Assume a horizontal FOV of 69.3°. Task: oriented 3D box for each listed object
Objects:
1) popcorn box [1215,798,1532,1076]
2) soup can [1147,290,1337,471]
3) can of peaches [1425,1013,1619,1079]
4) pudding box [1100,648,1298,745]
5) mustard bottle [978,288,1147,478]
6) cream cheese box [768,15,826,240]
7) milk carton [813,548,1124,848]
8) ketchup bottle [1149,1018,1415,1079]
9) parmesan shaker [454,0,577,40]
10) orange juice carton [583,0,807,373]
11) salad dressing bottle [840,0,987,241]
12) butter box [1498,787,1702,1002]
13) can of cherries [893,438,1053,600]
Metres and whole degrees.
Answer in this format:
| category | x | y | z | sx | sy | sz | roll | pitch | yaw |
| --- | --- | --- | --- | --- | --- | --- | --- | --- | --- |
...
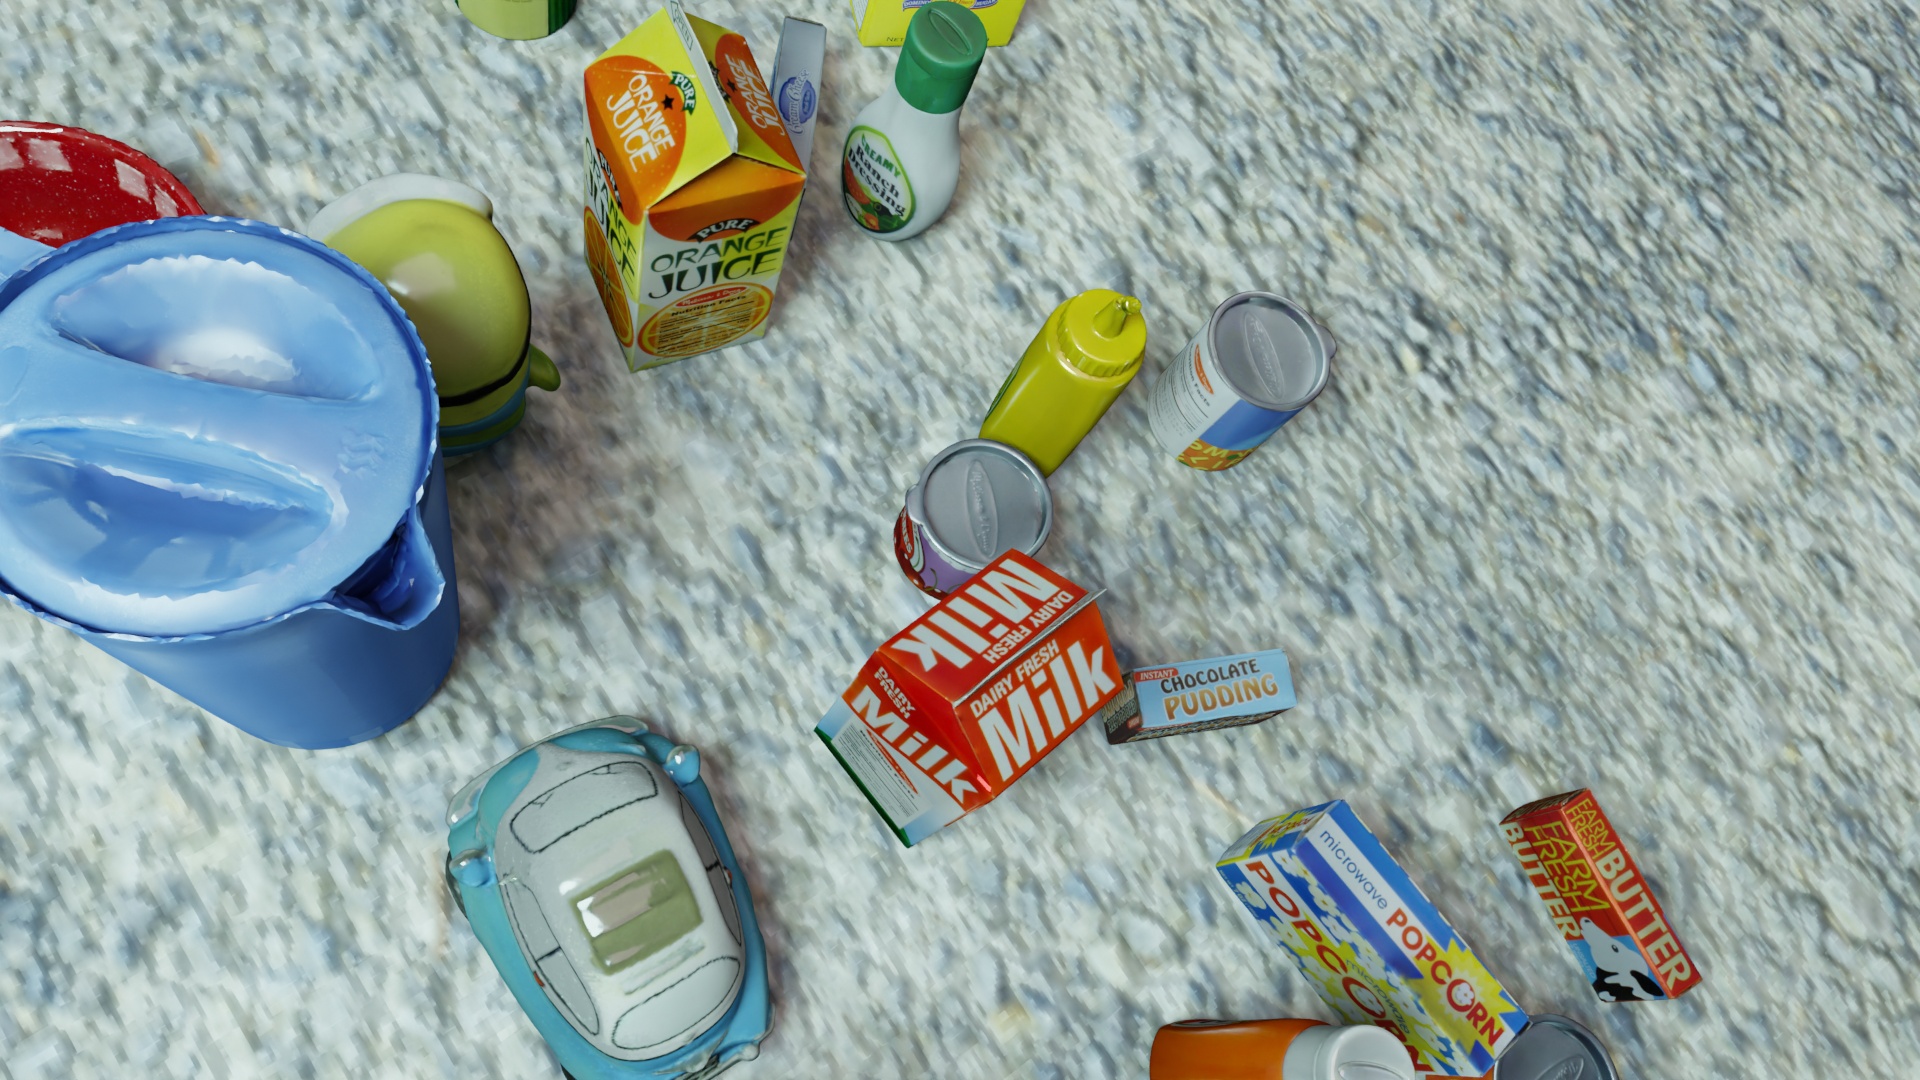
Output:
| category | x | y | z | sx | sy | sz | roll | pitch | yaw |
| --- | --- | --- | --- | --- | --- | --- | --- | --- | --- |
| popcorn box | 0.184 | 0.182 | 0.636 | 0.038 | 0.085 | 0.127 | -37 | 83 | -23 |
| soup can | 0.145 | -0.081 | 0.723 | 0.071 | 0.083 | 0.071 | 5 | 70 | -13 |
| can of peaches | 0.259 | 0.253 | 0.645 | 0.071 | 0.058 | 0.071 | 5 | 69 | -13 |
| pudding box | 0.115 | 0.076 | 0.676 | 0.084 | 0.049 | 0.030 | -5 | 72 | -17 |
| mustard bottle | 0.053 | -0.080 | 0.655 | 0.049 | 0.159 | 0.065 | 34 | 66 | -2 |
| cream cheese box | -0.090 | -0.213 | 0.724 | 0.024 | 0.053 | 0.104 | 9 | 68 | -12 |
| milk carton | 0.003 | 0.066 | 0.572 | 0.072 | 0.189 | 0.073 | -36 | 83 | -23 |
| ketchup bottle | 0.132 | 0.220 | 0.573 | 0.065 | 0.148 | 0.044 | 13 | 68 | -10 |
| parmesan shaker | -0.228 | -0.311 | 0.695 | 0.071 | 0.102 | 0.071 | 5 | 70 | -13 |
| orange juice carton | -0.122 | -0.154 | 0.617 | 0.073 | 0.192 | 0.072 | -19 | 77 | -20 |
| salad dressing bottle | -0.023 | -0.204 | 0.687 | 0.044 | 0.147 | 0.064 | -37 | 84 | -23 |
| butter box | 0.316 | 0.177 | 0.691 | 0.024 | 0.053 | 0.103 | -23 | 78 | -21 |
| can of cherries | 0.002 | -0.008 | 0.671 | 0.071 | 0.058 | 0.072 | 5 | 69 | -13 |
